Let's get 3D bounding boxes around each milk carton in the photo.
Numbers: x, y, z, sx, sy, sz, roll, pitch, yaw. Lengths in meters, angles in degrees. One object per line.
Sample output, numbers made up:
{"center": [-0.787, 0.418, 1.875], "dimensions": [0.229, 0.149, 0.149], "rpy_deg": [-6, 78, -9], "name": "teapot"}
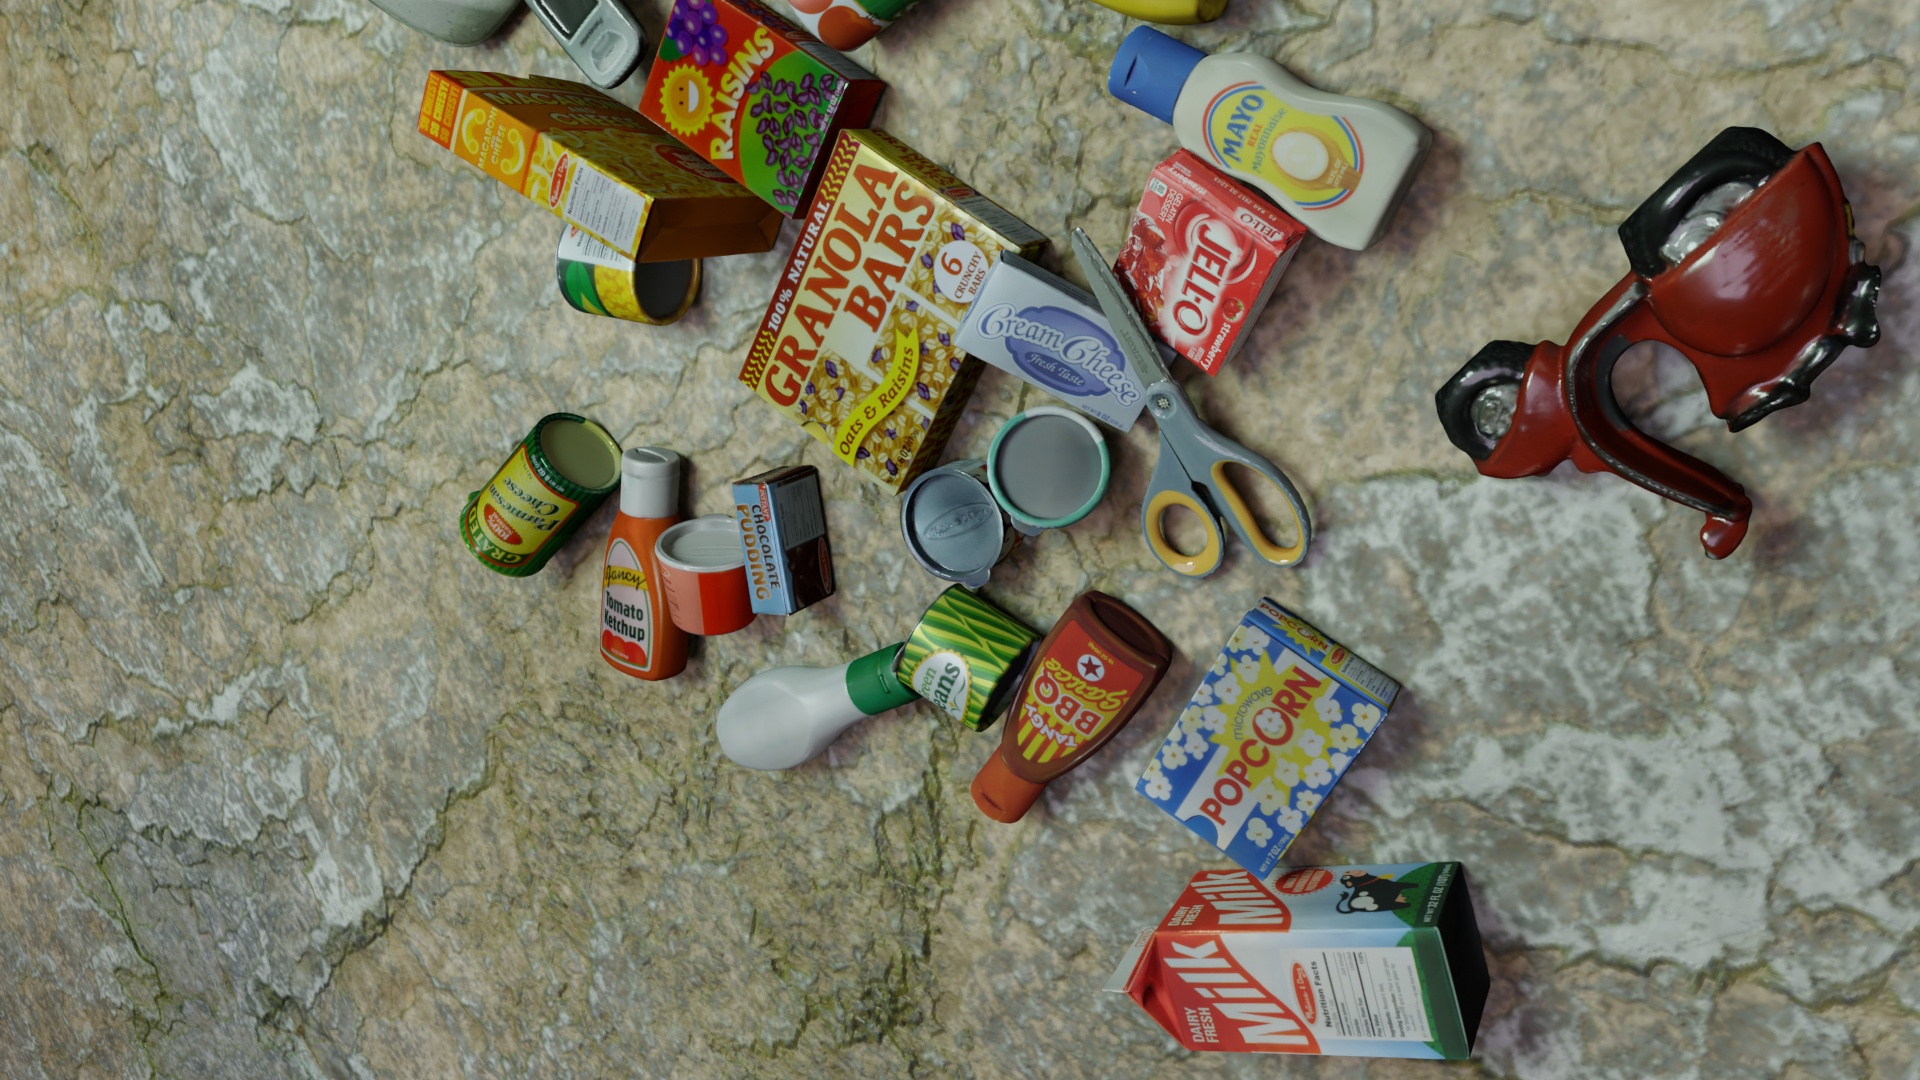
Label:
{"center": [0.173, 0.223, 0.743], "dimensions": [0.190, 0.072, 0.073], "rpy_deg": [-11, 100, 30], "name": "milk carton"}

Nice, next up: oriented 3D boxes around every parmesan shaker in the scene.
{"center": [-0.280, -0.032, 0.921], "dimensions": [0.102, 0.071, 0.071], "rpy_deg": [-40, 84, 32], "name": "parmesan shaker"}

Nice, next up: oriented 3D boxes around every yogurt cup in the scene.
{"center": [-0.155, 0.024, 0.872], "dimensions": [0.072, 0.073, 0.053], "rpy_deg": [16, 120, 25], "name": "yogurt cup"}

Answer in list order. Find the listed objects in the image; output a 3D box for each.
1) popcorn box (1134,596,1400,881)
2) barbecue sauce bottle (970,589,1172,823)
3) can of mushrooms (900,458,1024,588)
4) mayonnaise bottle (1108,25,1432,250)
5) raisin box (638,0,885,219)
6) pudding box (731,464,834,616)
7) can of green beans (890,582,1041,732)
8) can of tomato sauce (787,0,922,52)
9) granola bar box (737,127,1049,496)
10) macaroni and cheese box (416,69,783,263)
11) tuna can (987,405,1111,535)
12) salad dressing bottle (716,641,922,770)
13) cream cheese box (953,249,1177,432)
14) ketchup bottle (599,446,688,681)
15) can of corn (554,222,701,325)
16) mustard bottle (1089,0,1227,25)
{"center": [0.160, 0.104, 0.733], "dimensions": [0.085, 0.038, 0.126], "rpy_deg": [34, 118, 15], "name": "popcorn box"}
{"center": [0.056, 0.100, 0.787], "dimensions": [0.065, 0.044, 0.147], "rpy_deg": [39, 120, 12], "name": "barbecue sauce bottle"}
{"center": [0.003, -0.010, 0.789], "dimensions": [0.071, 0.033, 0.070], "rpy_deg": [9, 109, 26], "name": "can of mushrooms"}
{"center": [0.140, -0.194, 0.651], "dimensions": [0.148, 0.041, 0.064], "rpy_deg": [32, 124, 17], "name": "mayonnaise bottle"}
{"center": [-0.113, -0.248, 0.776], "dimensions": [0.123, 0.040, 0.085], "rpy_deg": [37, 120, 16], "name": "raisin box"}
{"center": [-0.107, 0.000, 0.844], "dimensions": [0.030, 0.050, 0.083], "rpy_deg": [0, 105, 31], "name": "pudding box"}
{"center": [0.005, 0.067, 0.792], "dimensions": [0.058, 0.071, 0.071], "rpy_deg": [33, 118, 17], "name": "can of green beans"}
{"center": [-0.042, -0.298, 0.708], "dimensions": [0.083, 0.071, 0.071], "rpy_deg": [-24, 92, 33], "name": "can of tomato sauce"}
{"center": [-0.042, -0.126, 0.776], "dimensions": [0.124, 0.039, 0.164], "rpy_deg": [37, 119, 15], "name": "granola bar box"}
{"center": [-0.200, -0.214, 0.787], "dimensions": [0.167, 0.124, 0.040], "rpy_deg": [32, 116, 17], "name": "macaroni and cheese box"}
{"center": [0.046, -0.037, 0.740], "dimensions": [0.071, 0.033, 0.071], "rpy_deg": [0, 90, 4], "name": "tuna can"}
{"center": [-0.087, 0.102, 0.869], "dimensions": [0.147, 0.044, 0.064], "rpy_deg": [-23, 91, 31], "name": "salad dressing bottle"}
{"center": [0.054, -0.103, 0.715], "dimensions": [0.104, 0.024, 0.053], "rpy_deg": [26, 117, -8], "name": "cream cheese box"}
{"center": [-0.204, 0.014, 0.907], "dimensions": [0.065, 0.044, 0.148], "rpy_deg": [20, 114, 33], "name": "ketchup bottle"}
{"center": [-0.198, -0.164, 0.837], "dimensions": [0.058, 0.071, 0.071], "rpy_deg": [14, 111, 25], "name": "can of corn"}
{"center": [0.055, -0.294, 0.664], "dimensions": [0.160, 0.049, 0.065], "rpy_deg": [25, 113, 21], "name": "mustard bottle"}
